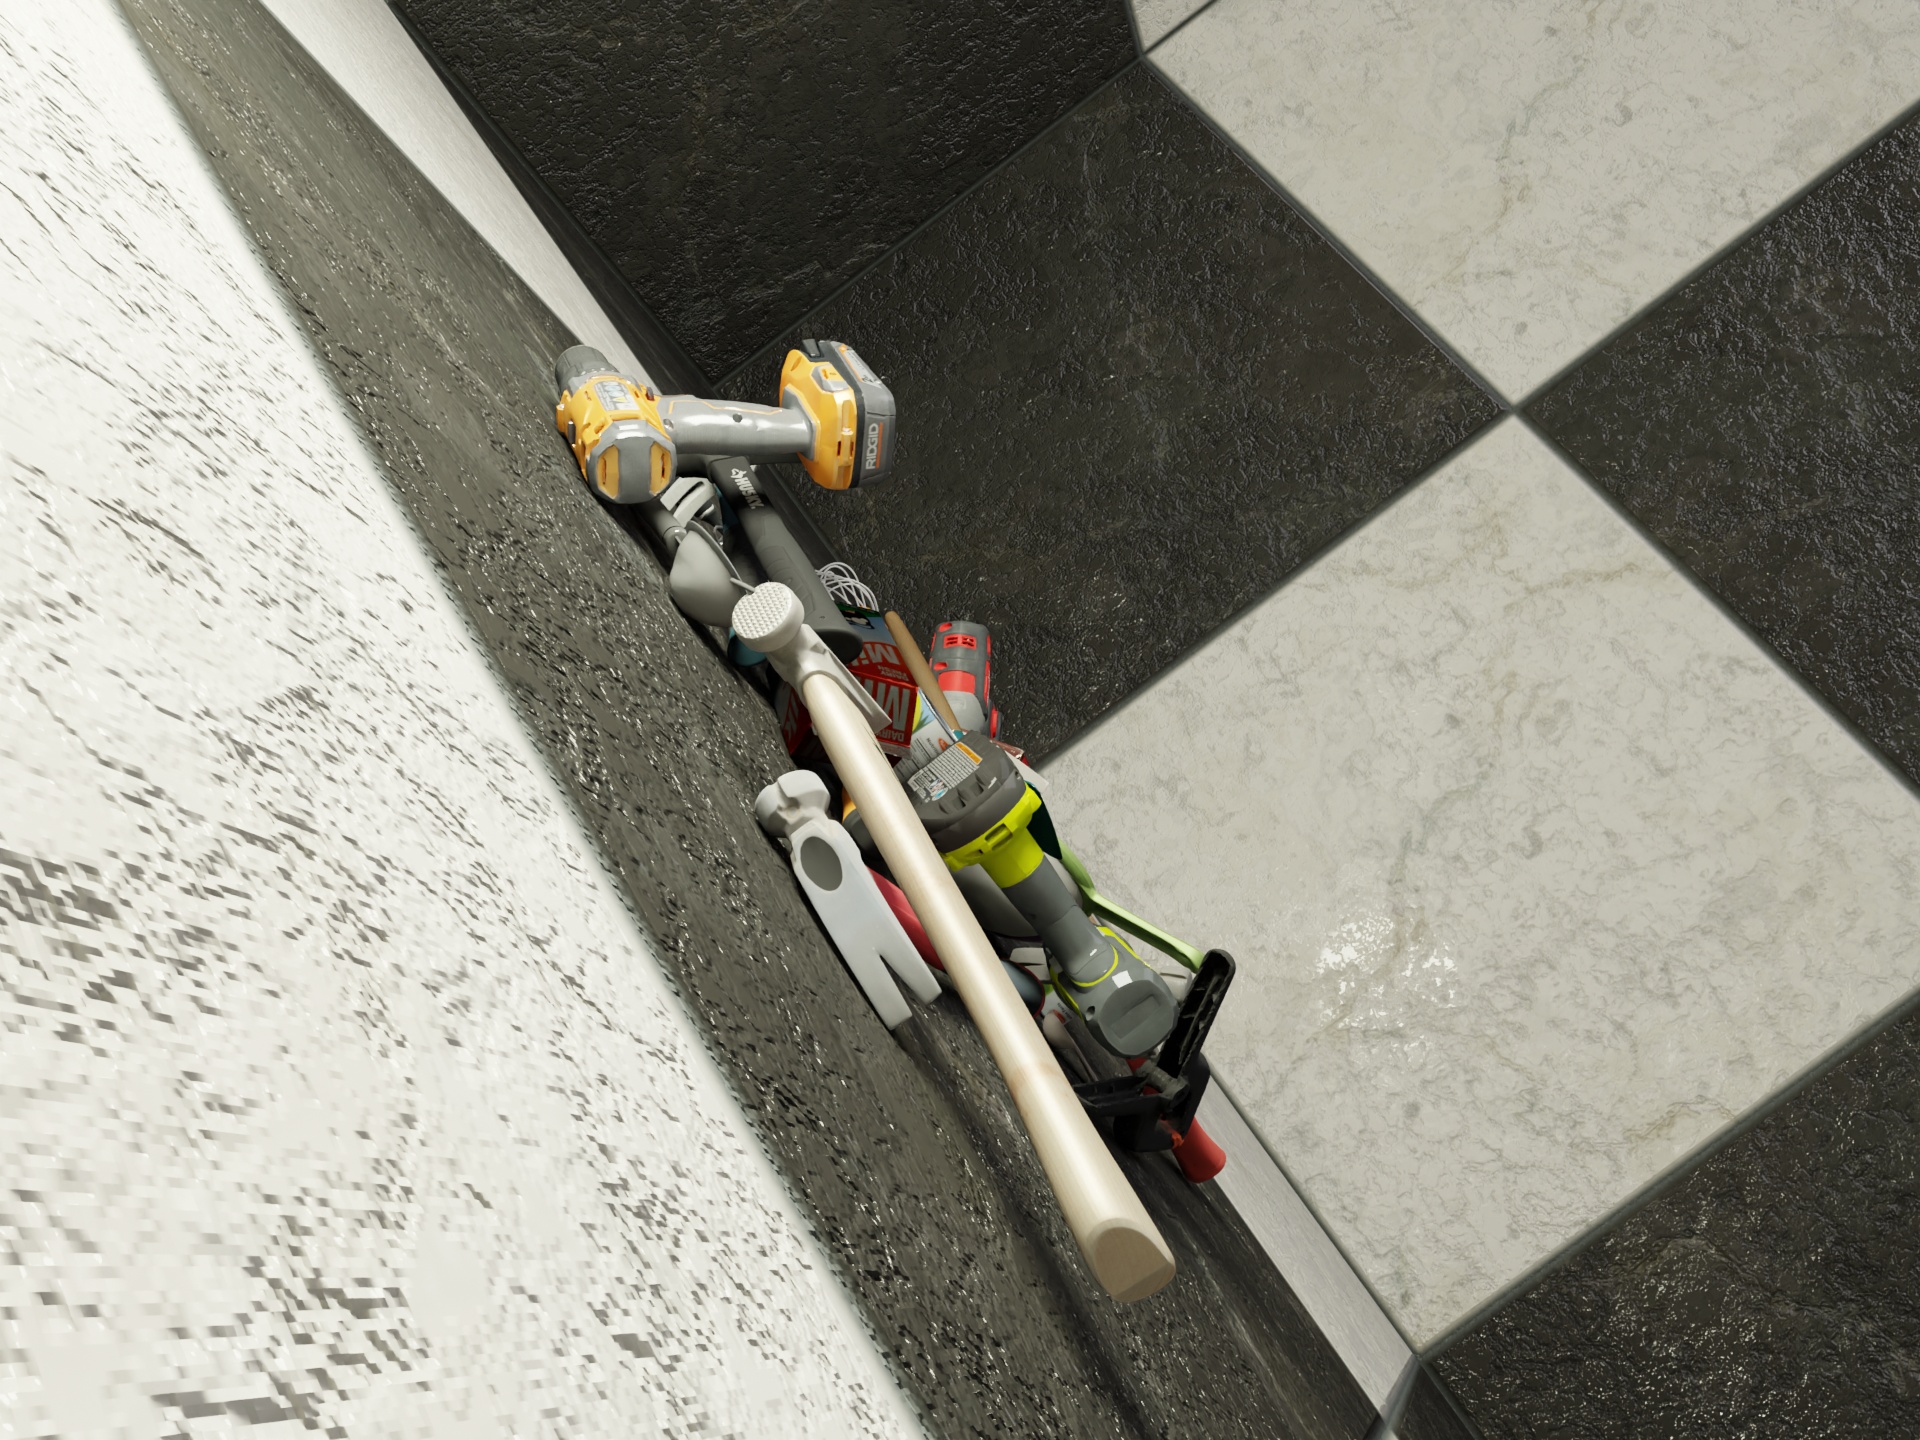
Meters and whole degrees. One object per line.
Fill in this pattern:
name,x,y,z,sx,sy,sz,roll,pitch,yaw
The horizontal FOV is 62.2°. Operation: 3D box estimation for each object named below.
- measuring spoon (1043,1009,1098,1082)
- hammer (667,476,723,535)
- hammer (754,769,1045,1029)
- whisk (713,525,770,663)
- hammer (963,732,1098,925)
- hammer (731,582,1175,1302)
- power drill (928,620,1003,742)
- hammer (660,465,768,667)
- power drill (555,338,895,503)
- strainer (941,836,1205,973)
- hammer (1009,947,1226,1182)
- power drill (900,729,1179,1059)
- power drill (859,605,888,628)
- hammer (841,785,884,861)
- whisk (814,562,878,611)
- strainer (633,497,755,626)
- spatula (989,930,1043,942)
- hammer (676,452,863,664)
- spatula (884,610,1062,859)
measuring spoon,0.095,0.280,1.285,0.124,0.018,0.034,60,-4,-34
hammer,-0.239,-0.197,1.538,0.149,0.036,0.408,53,2,35
hammer,-0.004,0.148,0.954,0.143,0.038,0.386,55,3,27
whisk,-0.156,-0.081,1.285,0.057,0.059,0.247,48,10,-48
hammer,0.076,0.137,1.379,0.130,0.031,0.331,2,-46,50
hammer,-0.004,0.102,0.796,0.411,0.038,0.146,59,3,38
power drill,0.000,0.009,1.572,0.219,0.078,0.143,85,8,-67
hammer,-0.171,-0.141,1.249,0.033,0.128,0.331,60,7,-34
power drill,-0.182,-0.229,1.167,0.186,0.226,0.084,-125,-146,-47
strainer,0.075,0.157,1.297,0.256,0.069,0.151,27,-29,27
hammer,0.157,0.303,1.359,0.358,0.149,0.037,64,37,-46
power drill,0.052,0.121,1.130,0.228,0.080,0.191,53,-4,-14
power drill,-0.121,-0.072,1.489,0.164,0.084,0.226,57,8,33
hammer,-0.076,0.039,1.197,0.127,0.034,0.337,53,2,-10
whisk,-0.073,-0.031,1.390,0.070,0.070,0.284,55,-6,45
strainer,-0.200,-0.123,1.128,0.259,0.050,0.086,46,-21,52
spatula,0.036,0.170,1.492,0.059,0.018,0.316,7,4,-6
hammer,-0.134,-0.135,1.156,0.335,0.146,0.035,-124,-154,-50
spatula,-0.002,-0.004,1.281,0.318,0.044,0.082,-119,-174,-49
